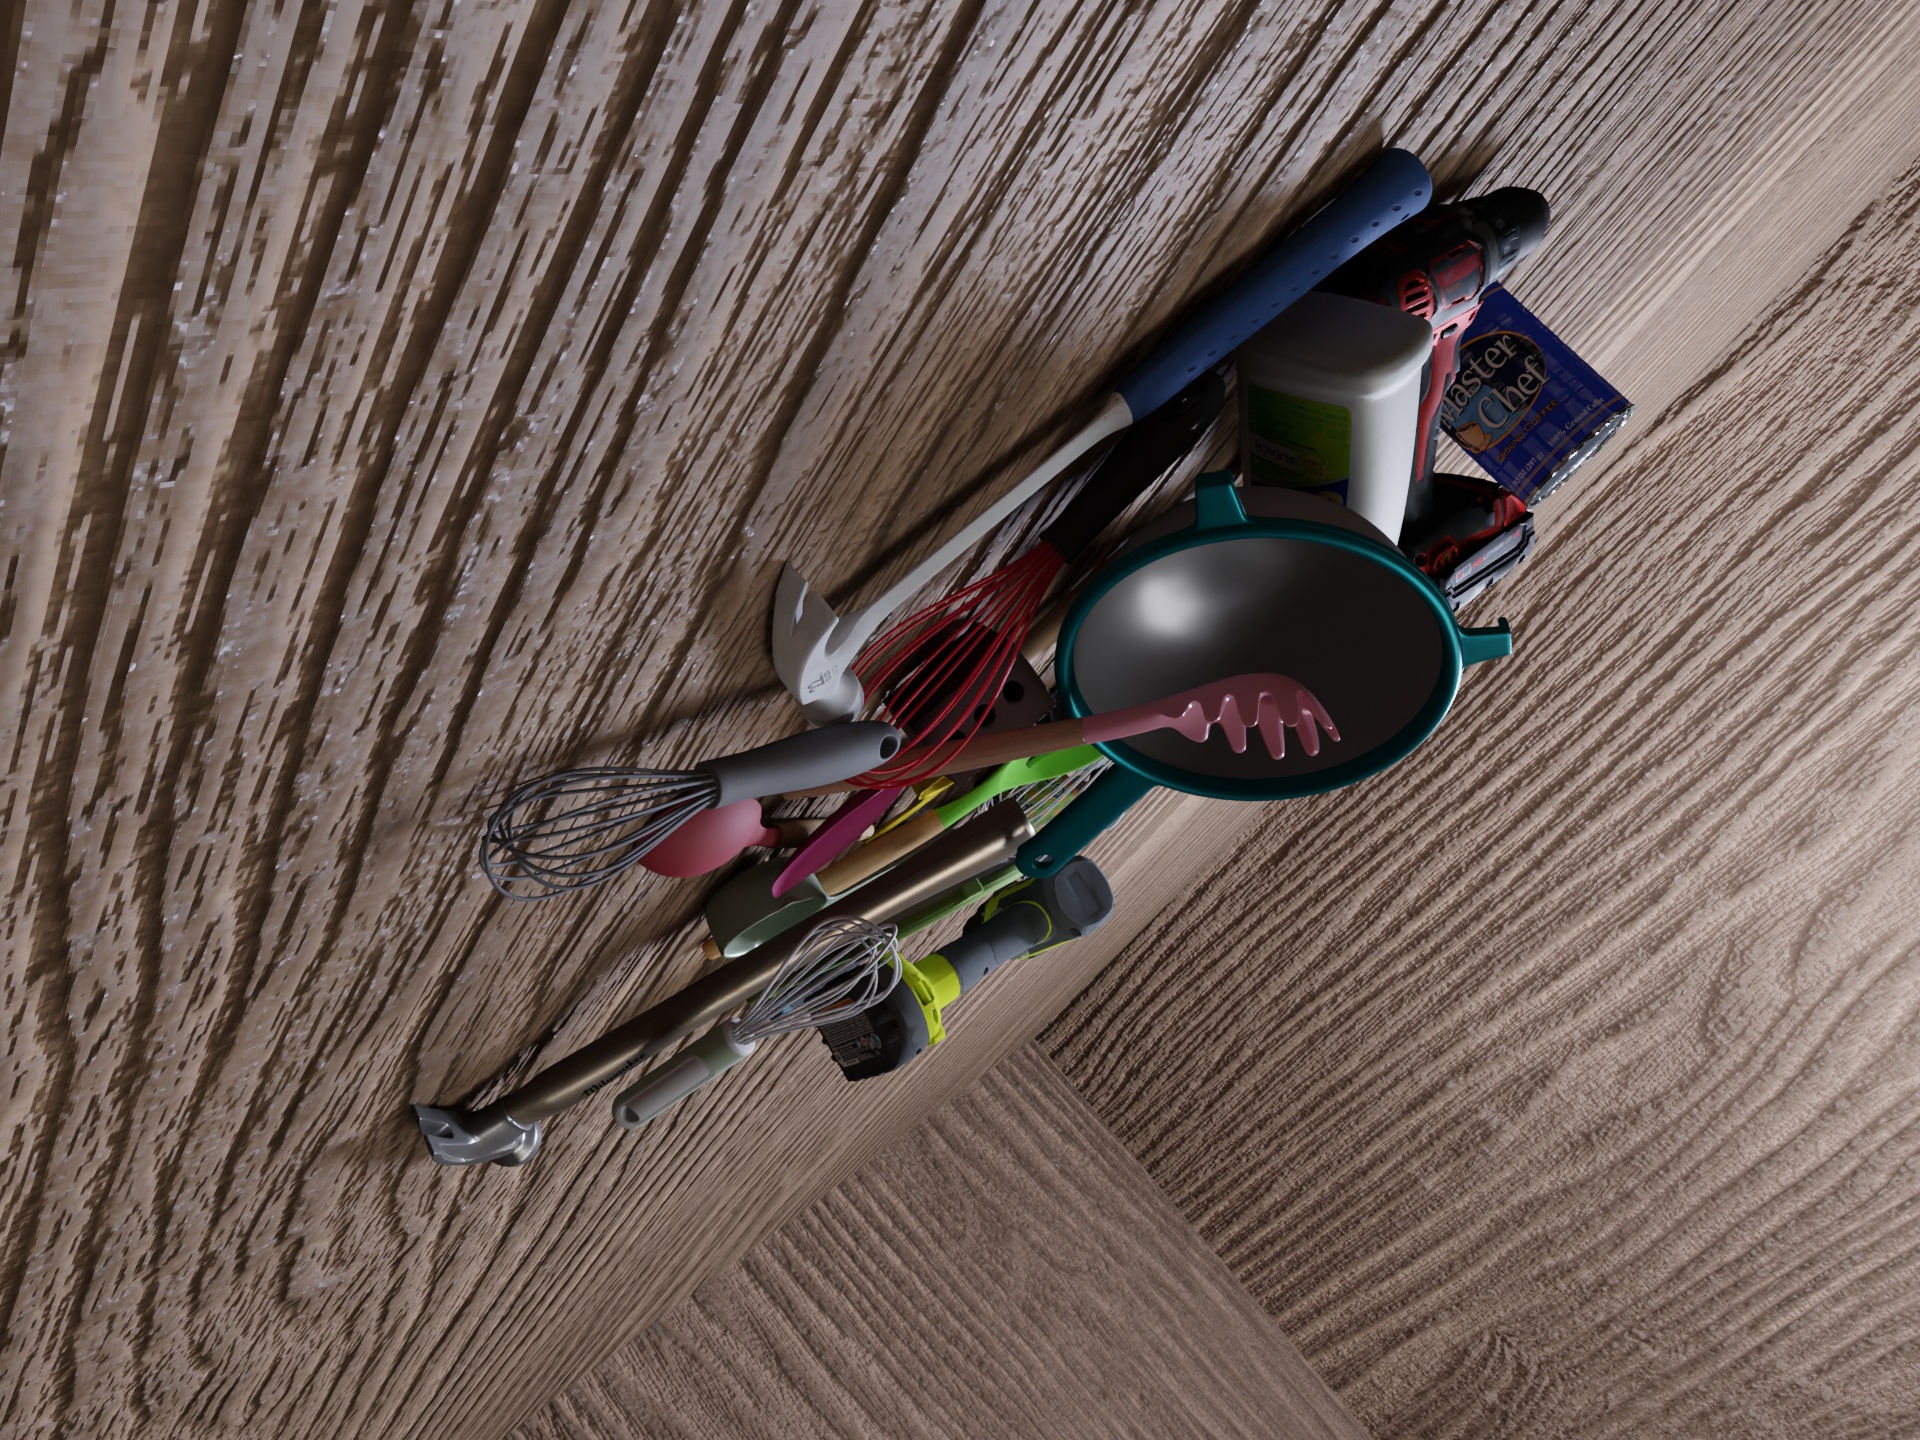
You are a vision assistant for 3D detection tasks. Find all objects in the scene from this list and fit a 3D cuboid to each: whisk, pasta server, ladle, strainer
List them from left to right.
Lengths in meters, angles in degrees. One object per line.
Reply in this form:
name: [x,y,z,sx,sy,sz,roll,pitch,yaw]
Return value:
whisk: [-0.115,0.033,0.732,0.239,0.055,0.055,-15,151,-44]
whisk: [-0.126,0.185,0.946,0.246,0.057,0.059,-36,-168,27]
ladle: [-0.107,0.069,0.968,0.069,0.031,0.315,-36,169,11]
strainer: [-0.074,0.145,1.237,0.256,0.069,0.151,-28,175,19]
whisk: [0.037,-0.078,0.851,0.296,0.073,0.073,-47,166,0]
pasta server: [0.043,0.018,0.861,0.316,0.040,0.060,-11,159,21]
whisk: [0.118,0.004,1.132,0.284,0.070,0.070,-39,168,24]
strainer: [0.128,-0.022,0.908,0.340,0.211,0.095,-47,-154,45]

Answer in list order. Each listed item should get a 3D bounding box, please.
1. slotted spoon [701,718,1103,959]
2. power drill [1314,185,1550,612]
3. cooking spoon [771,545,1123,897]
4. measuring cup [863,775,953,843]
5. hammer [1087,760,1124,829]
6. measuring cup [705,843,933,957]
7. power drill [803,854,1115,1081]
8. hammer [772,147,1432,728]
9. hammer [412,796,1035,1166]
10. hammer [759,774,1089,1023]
slotted spoon: [-0.037,0.079,1.085,0.314,0.031,0.070,-30,154,-4]
power drill: [0.291,-0.196,0.949,0.188,0.080,0.226,-33,125,-32]
cooking spoon: [-0.002,-0.003,0.991,0.319,0.017,0.068,-43,168,-15]
measuring cup: [-0.036,0.047,1.110,0.062,0.029,0.156,-26,171,-39]
hammer: [0.210,-0.061,1.204,0.337,0.034,0.127,-50,-176,20]
measuring cup: [-0.090,0.102,1.036,0.167,0.038,0.083,-23,163,-31]
power drill: [-0.005,0.194,1.265,0.228,0.080,0.190,-28,176,-32]
hammer: [0.071,-0.147,0.773,0.405,0.035,0.144,-40,166,-7]
hammer: [-0.138,0.160,0.988,0.410,0.038,0.146,-30,163,-4]
hammer: [-0.028,0.148,1.336,0.331,0.033,0.128,-35,-174,-8]
